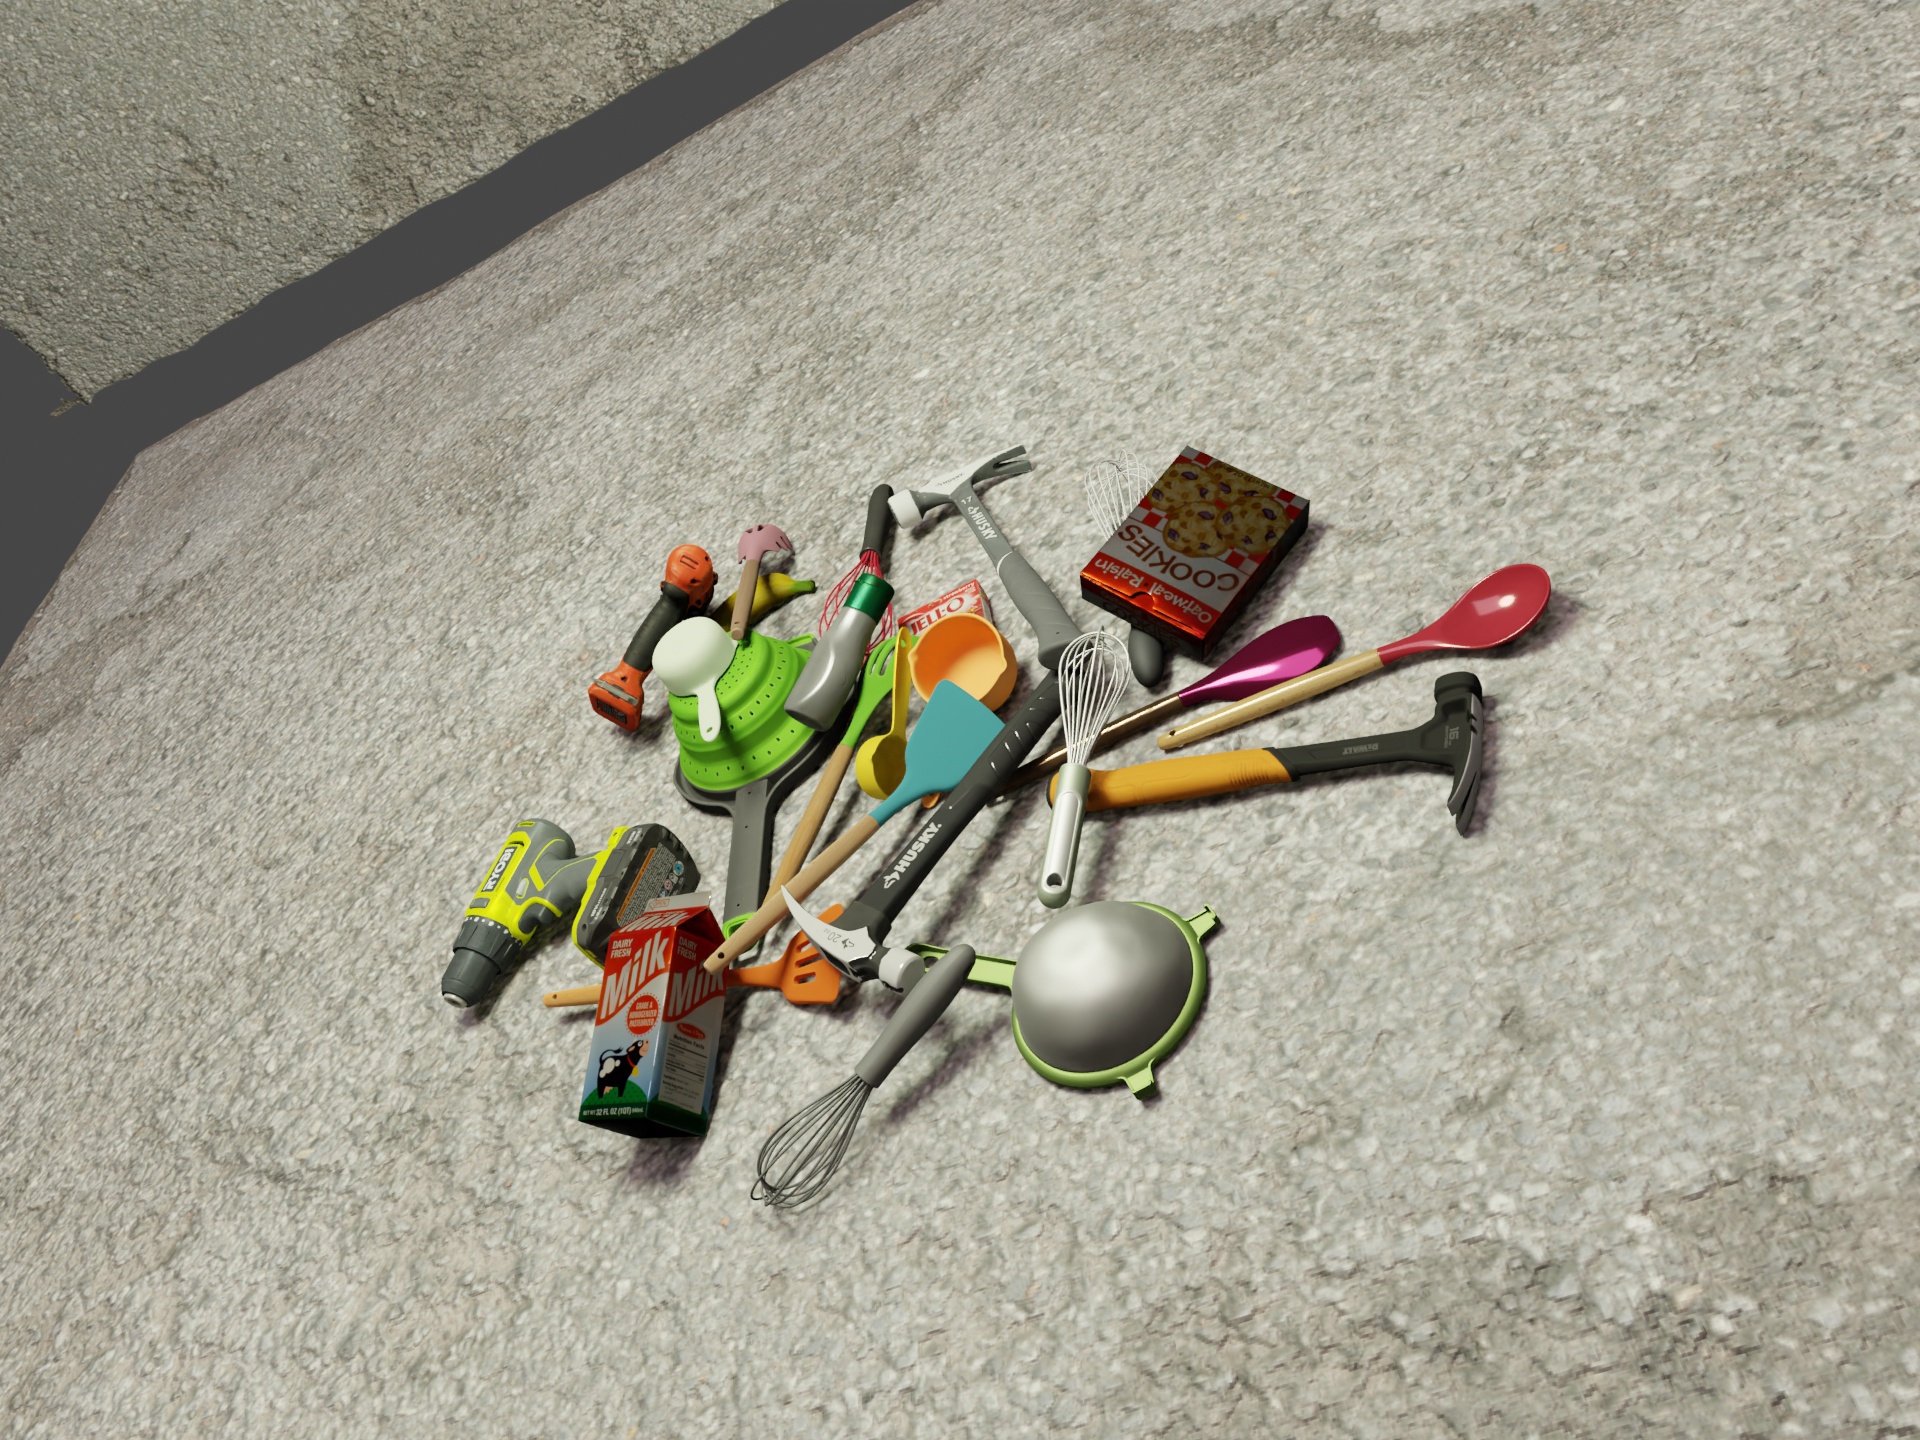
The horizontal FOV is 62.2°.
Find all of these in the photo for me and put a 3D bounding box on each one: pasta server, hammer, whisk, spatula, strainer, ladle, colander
[{"bbox_3d":[-0.211,-0.141,1.615,0.060,0.040,0.316,-15,25,4],"label":"pasta server"},{"bbox_3d":[0.045,-0.152,1.464,0.149,0.036,0.409,-26,33,-1],"label":"hammer"},{"bbox_3d":[0.090,0.032,1.221,0.058,0.059,0.246,7,60,9],"label":"whisk"},{"bbox_3d":[-0.091,0.094,1.304,0.082,0.044,0.317,40,65,17],"label":"spatula"},{"bbox_3d":[0.049,0.173,1.141,0.256,0.069,0.151,3,53,37],"label":"strainer"},{"bbox_3d":[-0.068,0.254,1.138,0.239,0.055,0.055,-51,39,-1],"label":"whisk"},{"bbox_3d":[0.153,-0.137,1.396,0.070,0.070,0.285,-20,46,20],"label":"whisk"},{"bbox_3d":[-0.002,0.066,1.268,0.146,0.035,0.335,18,56,38],"label":"hammer"},{"bbox_3d":[-0.093,-0.152,1.594,0.073,0.073,0.296,-19,36,21],"label":"whisk"},{"bbox_3d":[0.214,0.042,1.179,0.337,0.034,0.127,-10,44,30],"label":"hammer"},{"bbox_3d":[0.294,-0.038,1.207,0.315,0.031,0.069,-23,40,20],"label":"ladle"},{"bbox_3d":[-0.207,0.037,1.455,0.204,0.094,0.398,-22,40,18],"label":"colander"},{"bbox_3d":[-0.225,0.214,1.322,0.322,0.041,0.081,-11,62,26],"label":"spatula"}]

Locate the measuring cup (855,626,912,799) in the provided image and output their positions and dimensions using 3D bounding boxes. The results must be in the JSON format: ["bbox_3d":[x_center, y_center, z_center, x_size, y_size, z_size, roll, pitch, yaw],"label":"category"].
[{"bbox_3d":[-0.063,-0.006,1.389,0.029,0.062,0.157,-9,69,38],"label":"measuring cup"}]

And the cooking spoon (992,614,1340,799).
[{"bbox_3d":[0.155,-0.006,1.284,0.319,0.017,0.069,-27,39,13],"label":"cooking spoon"}]

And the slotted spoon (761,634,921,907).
[{"bbox_3d":[-0.109,0.046,1.393,0.070,0.031,0.314,-6,51,47],"label":"slotted spoon"}]

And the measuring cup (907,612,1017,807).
[{"bbox_3d":[-0.002,-0.004,1.387,0.095,0.052,0.174,7,79,26],"label":"measuring cup"}]

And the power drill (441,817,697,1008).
[{"bbox_3d":[-0.366,0.176,1.453,0.228,0.080,0.191,-7,47,36],"label":"power drill"}]

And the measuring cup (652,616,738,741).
[{"bbox_3d":[-0.242,-0.038,1.448,0.083,0.038,0.168,-31,35,7],"label":"measuring cup"}]
